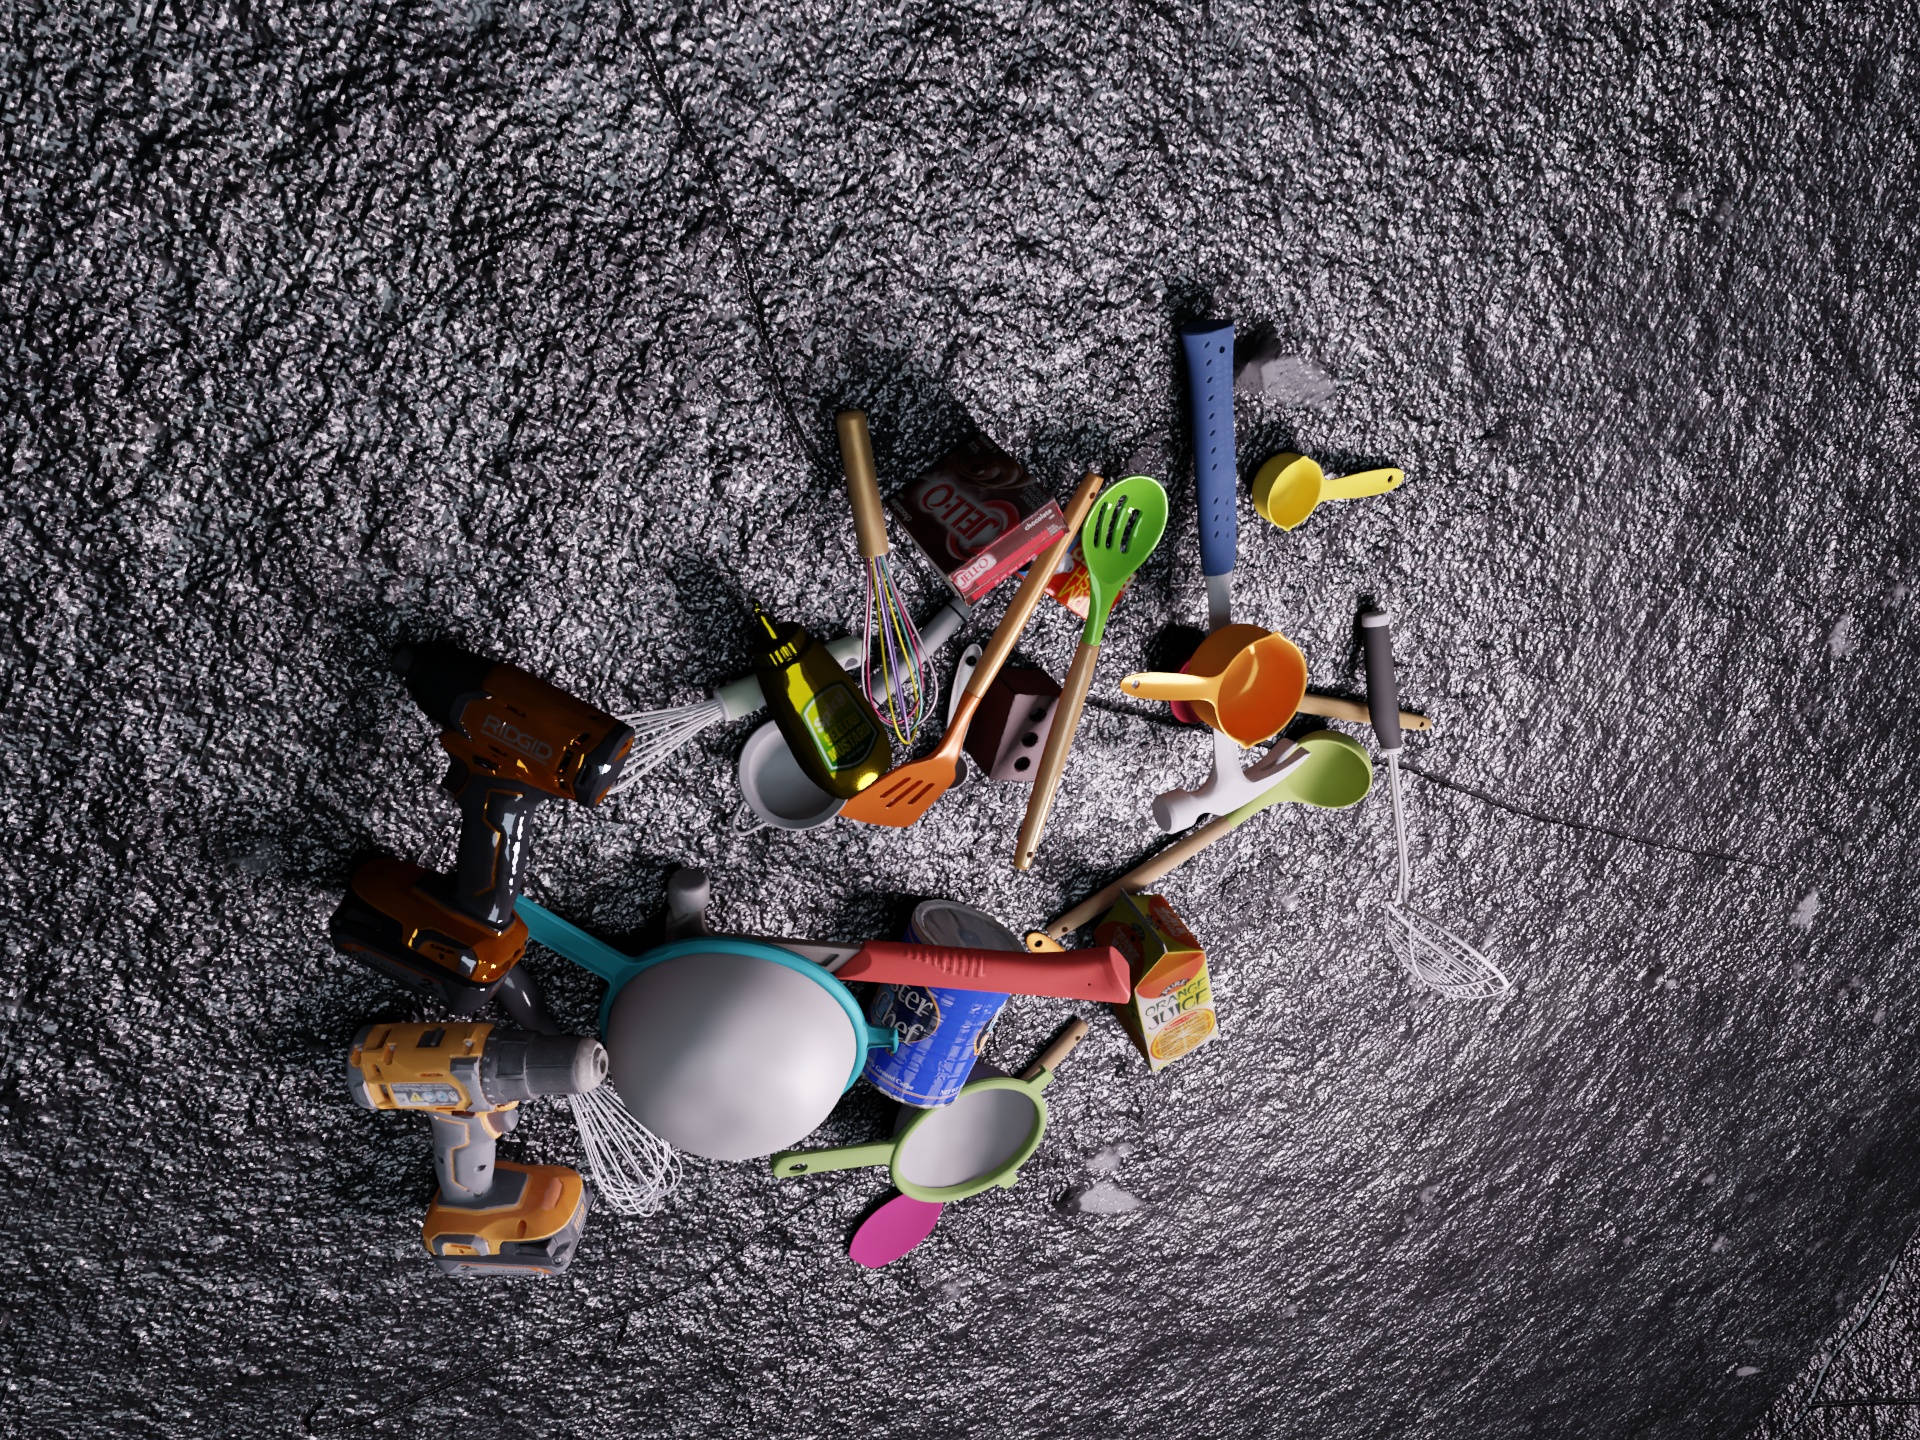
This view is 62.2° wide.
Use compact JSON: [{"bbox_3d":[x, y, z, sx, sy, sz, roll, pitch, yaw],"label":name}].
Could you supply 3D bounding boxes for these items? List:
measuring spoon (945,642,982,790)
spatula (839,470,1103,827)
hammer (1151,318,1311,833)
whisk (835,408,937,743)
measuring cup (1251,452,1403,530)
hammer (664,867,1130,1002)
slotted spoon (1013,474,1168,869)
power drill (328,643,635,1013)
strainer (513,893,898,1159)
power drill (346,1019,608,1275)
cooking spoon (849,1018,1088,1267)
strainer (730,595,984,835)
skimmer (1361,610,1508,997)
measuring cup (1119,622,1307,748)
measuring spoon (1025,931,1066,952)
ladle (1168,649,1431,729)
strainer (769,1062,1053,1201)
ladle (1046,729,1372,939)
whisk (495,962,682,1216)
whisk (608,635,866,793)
[{"bbox_3d":[-0.002,-0.004,1.246,0.034,0.018,0.124,9,109,-11],"label":"measuring spoon"},{"bbox_3d":[0.016,-0.046,1.191,0.081,0.041,0.322,16,109,-44],"label":"spatula"},{"bbox_3d":[0.206,-0.108,1.242,0.144,0.035,0.405,-19,120,-23],"label":"hammer"},{"bbox_3d":[-0.057,-0.098,1.124,0.047,0.051,0.244,-26,116,-38],"label":"whisk"},{"bbox_3d":[0.294,-0.191,1.275,0.156,0.029,0.062,-12,124,-34],"label":"measuring cup"},{"bbox_3d":[-0.049,0.195,1.232,0.359,0.037,0.149,5,121,1],"label":"hammer"},{"bbox_3d":[0.088,-0.034,1.202,0.070,0.031,0.313,10,102,-31],"label":"slotted spoon"},{"bbox_3d":[-0.335,0.064,1.064,0.164,0.084,0.226,28,106,-2],"label":"power drill"},{"bbox_3d":[-0.226,0.235,1.186,0.340,0.095,0.211,36,122,-24],"label":"strainer"},{"bbox_3d":[-0.340,0.316,1.197,0.185,0.084,0.226,-3,123,7],"label":"power drill"},{"bbox_3d":[0.010,0.397,1.491,0.068,0.017,0.319,37,99,-31],"label":"cooking spoon"},{"bbox_3d":[-0.075,-0.008,1.189,0.258,0.050,0.087,-45,92,-2],"label":"strainer"},{"bbox_3d":[0.412,0.076,1.406,0.090,0.127,0.363,-13,102,-15],"label":"skimmer"},{"bbox_3d":[0.181,-0.032,1.207,0.173,0.052,0.095,2,110,-29],"label":"measuring cup"},{"bbox_3d":[0.094,0.221,1.428,0.021,0.011,0.116,-44,128,4],"label":"measuring spoon"},{"bbox_3d":[0.297,-0.017,1.375,0.315,0.031,0.069,8,110,-32],"label":"ladle"},{"bbox_3d":[-0.051,0.358,1.404,0.256,0.069,0.151,-1,124,-24],"label":"strainer"},{"bbox_3d":[0.217,0.108,1.394,0.320,0.062,0.078,-32,114,-2],"label":"ladle"},{"bbox_3d":[-0.299,0.288,1.253,0.070,0.070,0.284,-28,122,-9],"label":"whisk"},{"bbox_3d":[-0.177,-0.007,1.135,0.246,0.059,0.057,-24,153,-17],"label":"whisk"}]
